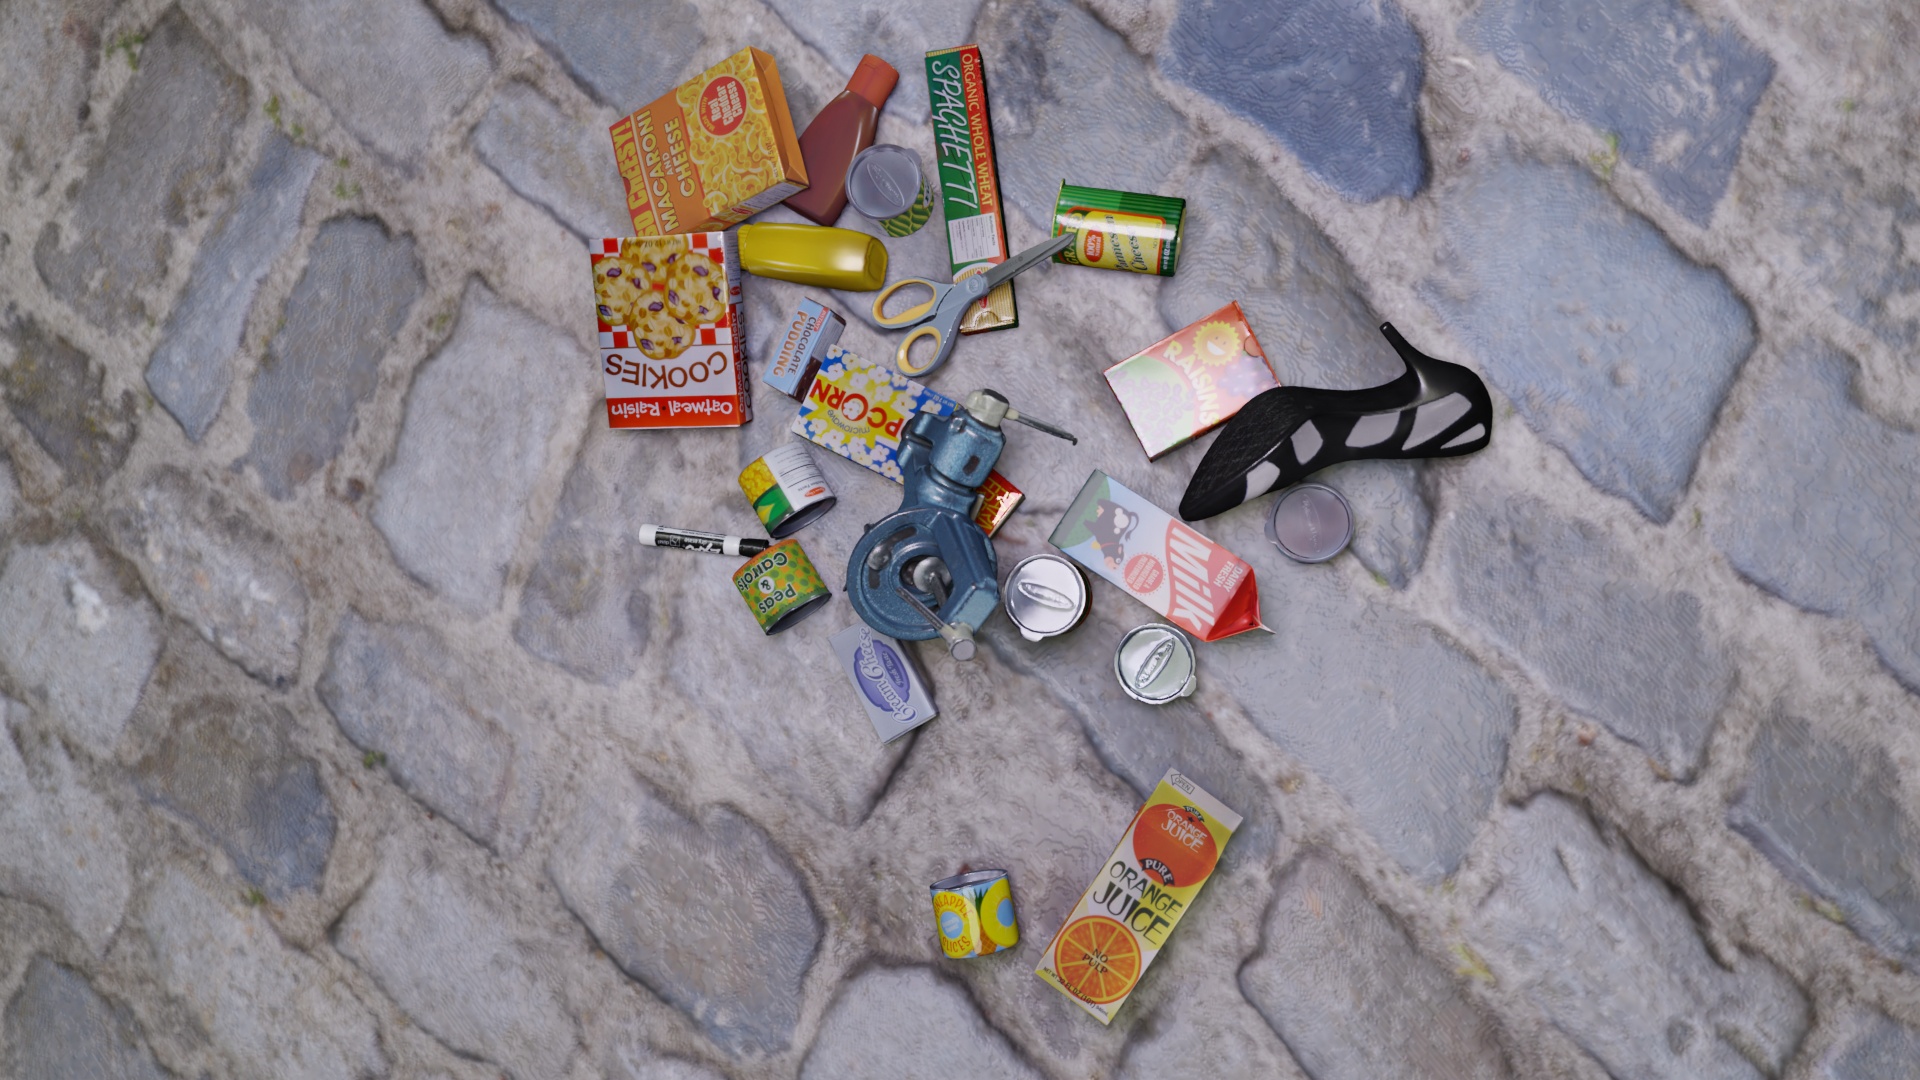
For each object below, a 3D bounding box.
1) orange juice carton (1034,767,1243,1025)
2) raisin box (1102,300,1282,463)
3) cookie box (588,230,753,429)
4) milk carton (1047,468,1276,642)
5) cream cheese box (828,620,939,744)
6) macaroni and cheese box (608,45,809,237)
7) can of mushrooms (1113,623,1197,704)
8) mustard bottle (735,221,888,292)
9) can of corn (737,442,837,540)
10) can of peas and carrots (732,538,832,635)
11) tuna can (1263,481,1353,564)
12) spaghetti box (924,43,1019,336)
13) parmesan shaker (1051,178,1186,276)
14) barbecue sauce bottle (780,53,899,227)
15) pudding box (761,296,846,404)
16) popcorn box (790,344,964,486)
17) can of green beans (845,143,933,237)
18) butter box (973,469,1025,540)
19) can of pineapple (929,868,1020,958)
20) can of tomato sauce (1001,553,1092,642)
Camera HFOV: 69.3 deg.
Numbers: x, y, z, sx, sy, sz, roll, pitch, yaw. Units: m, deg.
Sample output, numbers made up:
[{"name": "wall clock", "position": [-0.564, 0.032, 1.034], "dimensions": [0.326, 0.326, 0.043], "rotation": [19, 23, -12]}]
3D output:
[{"name": "orange juice carton", "position": [0.145, 0.281, 1.115], "dimensions": [0.072, 0.073, 0.192], "rotation": [34, 92, 10]}, {"name": "raisin box", "position": [0.192, -0.131, 1.152], "dimensions": [0.123, 0.040, 0.086], "rotation": [-28, 81, 6]}, {"name": "cookie box", "position": [-0.250, -0.182, 1.210], "dimensions": [0.123, 0.040, 0.167], "rotation": [0, 103, 12]}, {"name": "milk carton", "position": [0.172, 0.024, 1.128], "dimensions": [0.191, 0.072, 0.073], "rotation": [33, 93, 10]}, {"name": "cream cheese box", "position": [-0.065, 0.116, 1.188], "dimensions": [0.053, 0.024, 0.104], "rotation": [-30, 82, 7]}, {"name": "macaroni and cheese box", "position": [-0.223, -0.336, 1.213], "dimensions": [0.166, 0.040, 0.124], "rotation": [-19, 83, 27]}, {"name": "can of mushrooms", "position": [0.163, 0.103, 1.144], "dimensions": [0.071, 0.033, 0.071], "rotation": [-1, 86, 10]}, {"name": "mustard bottle", "position": [-0.146, -0.250, 1.208], "dimensions": [0.160, 0.065, 0.049], "rotation": [11, 86, 16]}, {"name": "can of corn", "position": [-0.150, -0.042, 1.194], "dimensions": [0.071, 0.071, 0.058], "rotation": [-33, 81, 7]}, {"name": "can of peas and carrots", "position": [-0.154, 0.040, 1.185], "dimensions": [0.071, 0.071, 0.059], "rotation": [-34, 81, 6]}, {"name": "tuna can", "position": [0.282, -0.013, 1.131], "dimensions": [0.071, 0.033, 0.071], "rotation": [-1, 86, 10]}, {"name": "spaghetti box", "position": [0.010, -0.303, 1.201], "dimensions": [0.050, 0.028, 0.250], "rotation": [-8, 85, 9]}, {"name": "parmesan shaker", "position": [0.132, -0.260, 1.155], "dimensions": [0.103, 0.071, 0.071], "rotation": [9, 88, 11]}, {"name": "barbecue sauce bottle", "position": [-0.105, -0.352, 1.217], "dimensions": [0.065, 0.043, 0.148], "rotation": [30, 91, 16]}, {"name": "pudding box", "position": [-0.135, -0.164, 1.206], "dimensions": [0.030, 0.049, 0.083], "rotation": [27, 91, 12]}, {"name": "popcorn box", "position": [-0.071, -0.104, 1.197], "dimensions": [0.127, 0.038, 0.085], "rotation": [26, 92, 11]}, {"name": "can of green beans", "position": [-0.060, -0.301, 1.198], "dimensions": [0.071, 0.058, 0.071], "rotation": [-1, 86, 10]}, {"name": "butter box", "position": [0.004, -0.015, 1.185], "dimensions": [0.053, 0.024, 0.103], "rotation": [39, 94, 10]}, {"name": "can of pineapple", "position": [0.011, 0.306, 1.139], "dimensions": [0.071, 0.071, 0.058], "rotation": [-12, 85, 9]}, {"name": "can of tomato sauce", "position": [0.073, 0.048, 1.138], "dimensions": [0.071, 0.083, 0.071], "rotation": [-1, 87, 10]}]
